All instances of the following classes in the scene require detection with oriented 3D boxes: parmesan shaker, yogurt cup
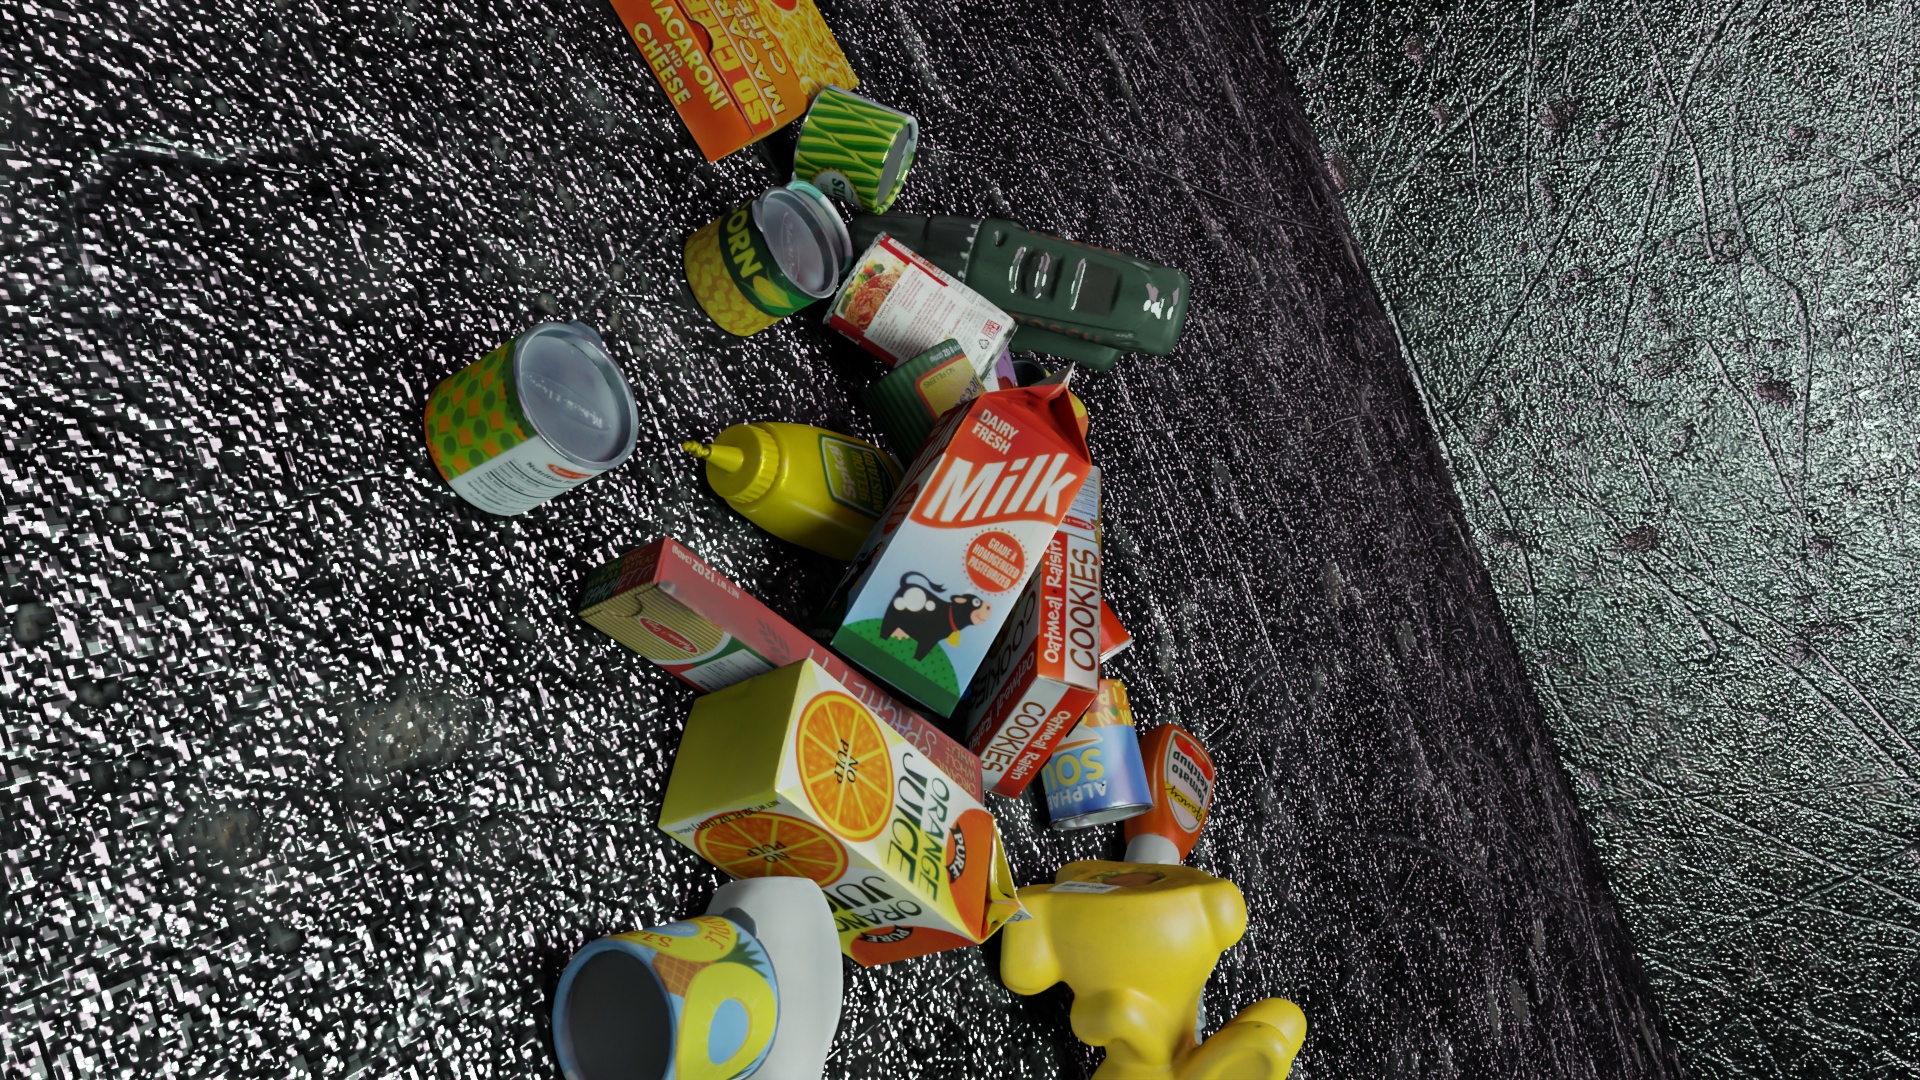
[{"bbox_3d":[-0.006,-0.057,0.802,0.103,0.071,0.071,58,29,-3],"label":"parmesan shaker"},{"bbox_3d":[0.075,0.062,0.940,0.054,0.072,0.072,61,28,4],"label":"yogurt cup"}]

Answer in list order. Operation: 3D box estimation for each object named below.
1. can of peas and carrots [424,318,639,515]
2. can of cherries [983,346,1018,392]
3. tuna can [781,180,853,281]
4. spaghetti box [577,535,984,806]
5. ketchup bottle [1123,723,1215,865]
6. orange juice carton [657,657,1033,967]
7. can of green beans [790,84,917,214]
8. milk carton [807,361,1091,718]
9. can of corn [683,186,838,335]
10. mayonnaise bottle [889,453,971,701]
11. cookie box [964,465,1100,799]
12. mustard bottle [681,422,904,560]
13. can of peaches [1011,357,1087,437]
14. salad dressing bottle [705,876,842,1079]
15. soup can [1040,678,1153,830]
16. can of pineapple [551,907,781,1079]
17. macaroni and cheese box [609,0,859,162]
[{"bbox_3d":[-0.180,-0.052,0.584,0.071,0.058,0.071,40,38,-41],"label":"can of peas and carrots"},{"bbox_3d":[0.006,-0.104,0.933,0.071,0.071,0.058,8,64,-58],"label":"can of cherries"},{"bbox_3d":[-0.098,-0.182,0.842,0.071,0.032,0.071,40,39,-42],"label":"tuna can"},{"bbox_3d":[-0.077,0.077,0.681,0.249,0.050,0.029,41,39,-40],"label":"spaghetti box"},{"bbox_3d":[0.142,0.196,0.981,0.064,0.043,0.149,48,33,-12],"label":"ketchup bottle"},{"bbox_3d":[-0.046,0.144,0.664,0.192,0.071,0.073,46,36,-34],"label":"orange juice carton"},{"bbox_3d":[-0.066,-0.249,0.887,0.058,0.071,0.071,24,32,7],"label":"can of green beans"},{"bbox_3d":[0.003,-0.009,0.727,0.073,0.072,0.191,33,77,-13],"label":"milk carton"},{"bbox_3d":[-0.113,-0.155,0.772,0.071,0.058,0.071,39,40,-42],"label":"can of corn"},{"bbox_3d":[-0.020,0.023,0.827,0.065,0.041,0.148,22,53,-48],"label":"mayonnaise bottle"},{"bbox_3d":[0.044,0.051,0.833,0.040,0.122,0.168,16,48,-12],"label":"cookie box"},{"bbox_3d":[-0.087,-0.031,0.739,0.160,0.048,0.065,17,54,-56],"label":"mustard bottle"},{"bbox_3d":[0.051,-0.087,0.996,0.058,0.071,0.071,35,43,-47],"label":"can of peaches"},{"bbox_3d":[-0.080,0.219,0.581,0.064,0.043,0.148,11,62,-31],"label":"salad dressing bottle"},{"bbox_3d":[0.080,0.138,0.894,0.071,0.071,0.084,18,55,-55],"label":"soup can"},{"bbox_3d":[-0.112,0.178,0.531,0.058,0.071,0.071,9,63,-58],"label":"can of pineapple"},{"bbox_3d":[-0.137,-0.315,0.860,0.123,0.040,0.167,58,29,-15],"label":"macaroni and cheese box"}]
